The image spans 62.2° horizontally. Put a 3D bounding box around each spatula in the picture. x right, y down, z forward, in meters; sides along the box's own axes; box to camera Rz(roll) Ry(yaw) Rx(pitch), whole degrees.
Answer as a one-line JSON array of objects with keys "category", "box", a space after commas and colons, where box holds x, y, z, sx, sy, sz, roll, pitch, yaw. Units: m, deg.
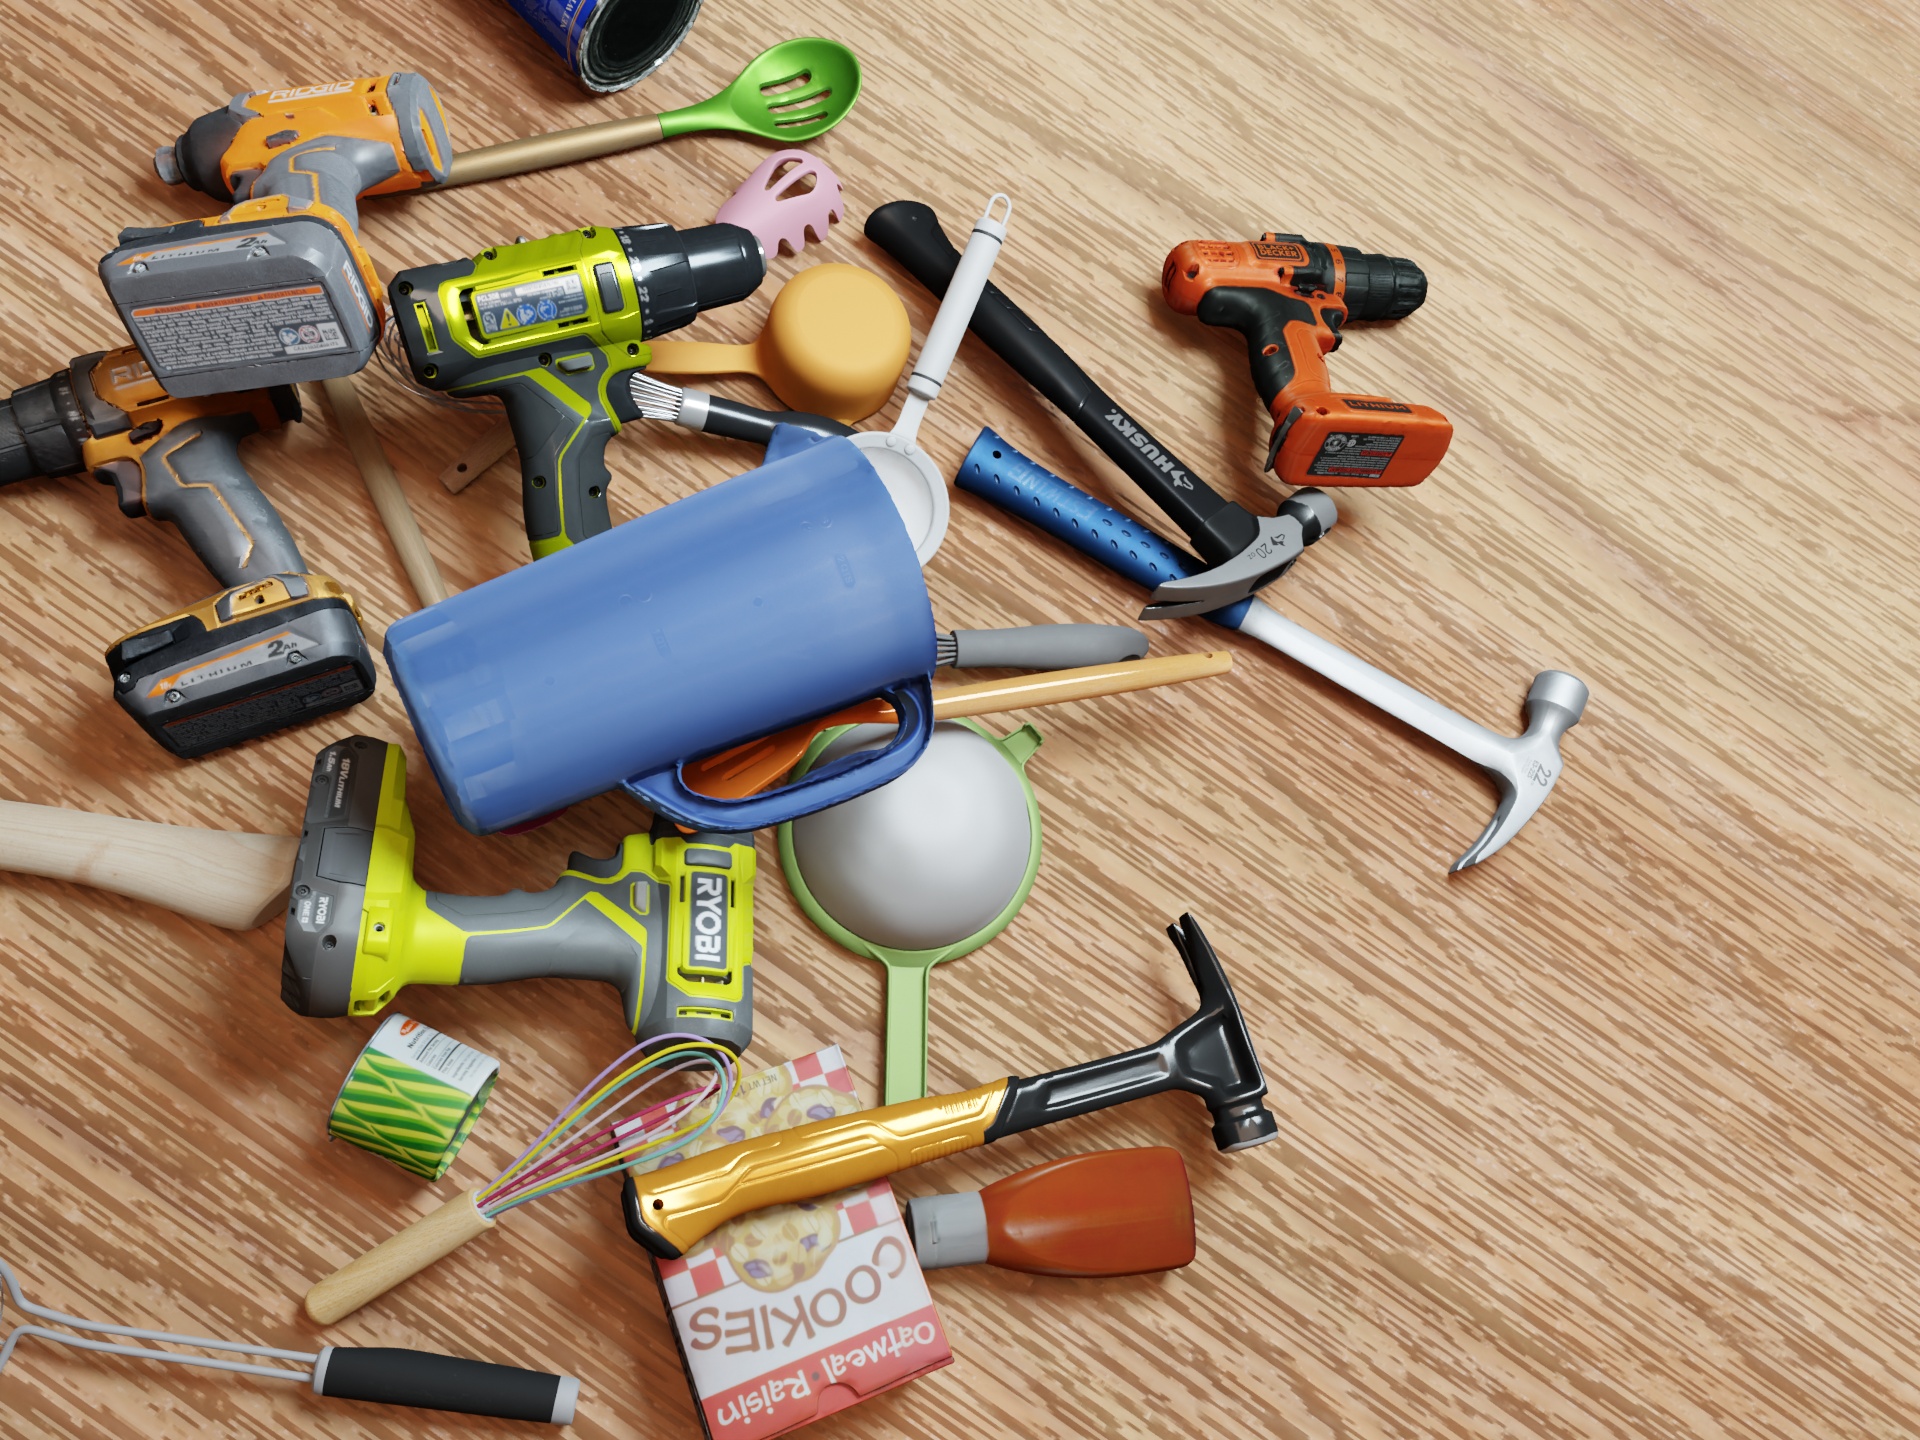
[{"category": "spatula", "box": [-0.001, -0.003, 0.859, 0.322, 0.041, 0.081, -9, 38, -17]}]

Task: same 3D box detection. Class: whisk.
[{"category": "whisk", "box": [-0.211, 0.227, 0.771, 0.245, 0.047, 0.051, -32, 63, 4]}, {"category": "whisk", "box": [-0.003, -0.039, 0.918, 0.239, 0.055, 0.055, -2, 75, -16]}, {"category": "whisk", "box": [-0.184, -0.186, 0.903, 0.284, 0.070, 0.070, 10, 72, -21]}]

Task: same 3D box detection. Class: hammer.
[{"category": "hammer", "box": [0.178, -0.055, 0.957, 0.405, 0.035, 0.144, 29, 71, -1]}, {"category": "hammer", "box": [0.063, -0.196, 0.953, 0.146, 0.035, 0.335, -36, 75, -32]}, {"category": "hammer", "box": [-0.005, 0.196, 0.809, 0.337, 0.034, 0.127, -11, 71, -19]}, {"category": "hammer", "box": [-0.543, 0.043, 0.798, 0.410, 0.038, 0.146, 7, 72, -9]}]

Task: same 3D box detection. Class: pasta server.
[{"category": "pasta server", "box": [-0.187, -0.241, 0.951, 0.060, 0.040, 0.316, 43, 76, 3]}]

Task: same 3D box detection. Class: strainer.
[{"category": "strainer", "box": [-0.024, -0.186, 0.926, 0.086, 0.050, 0.258, 23, 91, -18]}, {"category": "strainer", "box": [-0.024, 0.106, 0.856, 0.151, 0.069, 0.256, 4, 72, -9]}]

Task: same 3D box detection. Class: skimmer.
[{"category": "skimmer", "box": [-0.362, 0.309, 0.727, 0.363, 0.090, 0.127, 12, 105, -9]}]

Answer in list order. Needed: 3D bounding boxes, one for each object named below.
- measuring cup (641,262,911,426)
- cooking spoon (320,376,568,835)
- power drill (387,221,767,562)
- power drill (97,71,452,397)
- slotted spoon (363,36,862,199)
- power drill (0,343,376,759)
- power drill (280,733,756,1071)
[{"category": "measuring cup", "box": [-0.112, -0.224, 0.933, 0.173, 0.052, 0.095, -5, 75, -20]}, {"category": "cooking spoon", "box": [-0.300, -0.082, 0.887, 0.069, 0.017, 0.319, -24, 80, -20]}, {"category": "power drill", "box": [-0.176, -0.146, 0.845, 0.190, 0.080, 0.228, -18, 106, -18]}, {"category": "power drill", "box": [-0.373, -0.268, 0.851, 0.164, 0.084, 0.227, -7, 46, 2]}, {"category": "slotted spoon", "box": [-0.211, -0.362, 0.979, 0.313, 0.031, 0.070, -18, 78, -13]}, {"category": "power drill", "box": [-0.425, -0.097, 0.838, 0.185, 0.084, 0.226, -20, 74, -15]}, {"category": "power drill", "box": [-0.216, 0.083, 0.807, 0.223, 0.080, 0.171, 8, 55, -19]}]
